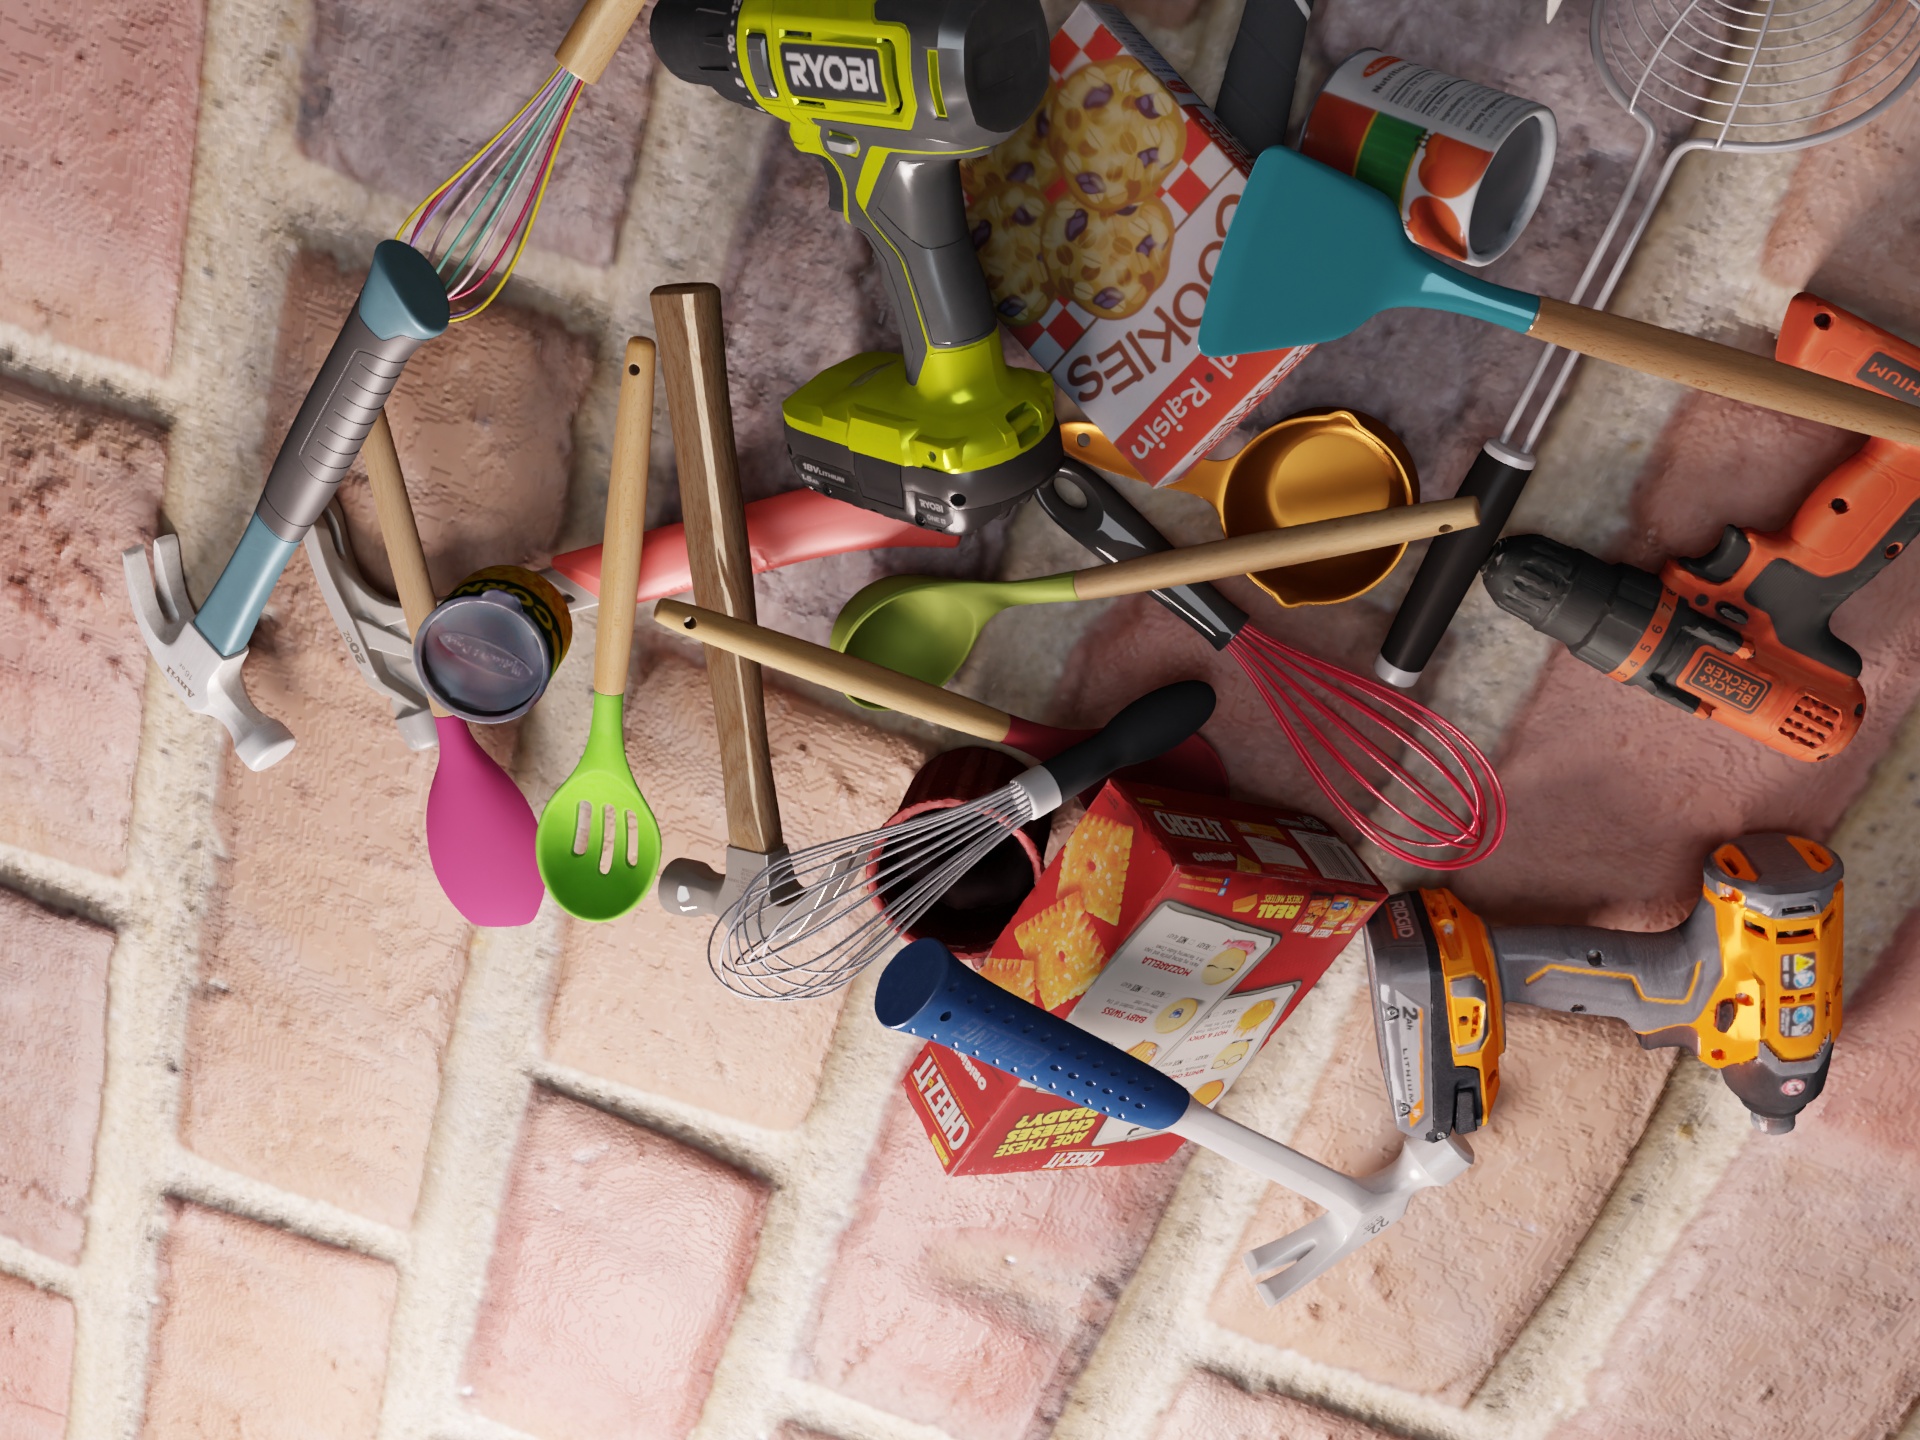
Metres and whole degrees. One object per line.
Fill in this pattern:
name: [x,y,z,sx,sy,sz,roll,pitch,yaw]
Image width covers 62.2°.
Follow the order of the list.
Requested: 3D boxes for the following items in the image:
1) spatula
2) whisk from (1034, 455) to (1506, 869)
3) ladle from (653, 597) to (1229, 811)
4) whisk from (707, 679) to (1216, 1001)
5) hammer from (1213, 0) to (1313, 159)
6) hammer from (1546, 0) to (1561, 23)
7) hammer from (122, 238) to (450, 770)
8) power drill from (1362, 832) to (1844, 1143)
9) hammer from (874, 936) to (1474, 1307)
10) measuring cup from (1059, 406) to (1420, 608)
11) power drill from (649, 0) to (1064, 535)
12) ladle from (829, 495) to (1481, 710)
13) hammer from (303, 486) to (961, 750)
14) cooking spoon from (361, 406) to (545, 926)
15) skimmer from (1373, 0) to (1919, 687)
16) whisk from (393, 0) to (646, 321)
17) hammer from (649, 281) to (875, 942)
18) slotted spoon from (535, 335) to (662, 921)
spatula: [0.253,-0.150,0.632,0.317,0.044,0.082,14,118,-4]
whisk: [0.150,-0.031,0.784,0.296,0.073,0.073,40,114,-1]
ladle: [-0.001,-0.002,0.777,0.315,0.031,0.069,19,99,-25]
whisk: [0.009,0.048,0.749,0.284,0.070,0.070,-29,110,-21]
hammer: [0.135,-0.329,0.667,0.149,0.036,0.408,13,115,5]
hammer: [0.029,-0.325,0.616,0.411,0.038,0.146,3,145,22]
hammer: [-0.338,-0.109,0.805,0.128,0.033,0.331,48,126,1]
power drill: [0.331,0.152,0.816,0.226,0.084,0.164,-9,112,10]
hammer: [0.106,0.199,0.785,0.144,0.035,0.405,-45,130,14]
measuring cup: [0.132,-0.117,0.755,0.174,0.052,0.095,20,116,17]
power drill: [-0.042,-0.208,0.683,0.191,0.080,0.228,22,138,36]
ladle: [0.079,-0.057,0.744,0.320,0.062,0.078,-9,150,28]
hammer: [-0.164,-0.089,0.824,0.359,0.037,0.149,-13,110,16]
cooking spoon: [-0.278,-0.028,0.842,0.069,0.017,0.318,-3,113,9]
skimmer: [0.278,-0.175,0.693,0.127,0.090,0.363,35,125,23]
whisk: [-0.195,-0.287,0.741,0.047,0.051,0.245,40,111,-2]
hammer: [-0.112,-0.044,0.781,0.130,0.031,0.331,8,112,33]
slotted spoon: [-0.175,-0.039,0.813,0.070,0.031,0.313,12,113,5]
